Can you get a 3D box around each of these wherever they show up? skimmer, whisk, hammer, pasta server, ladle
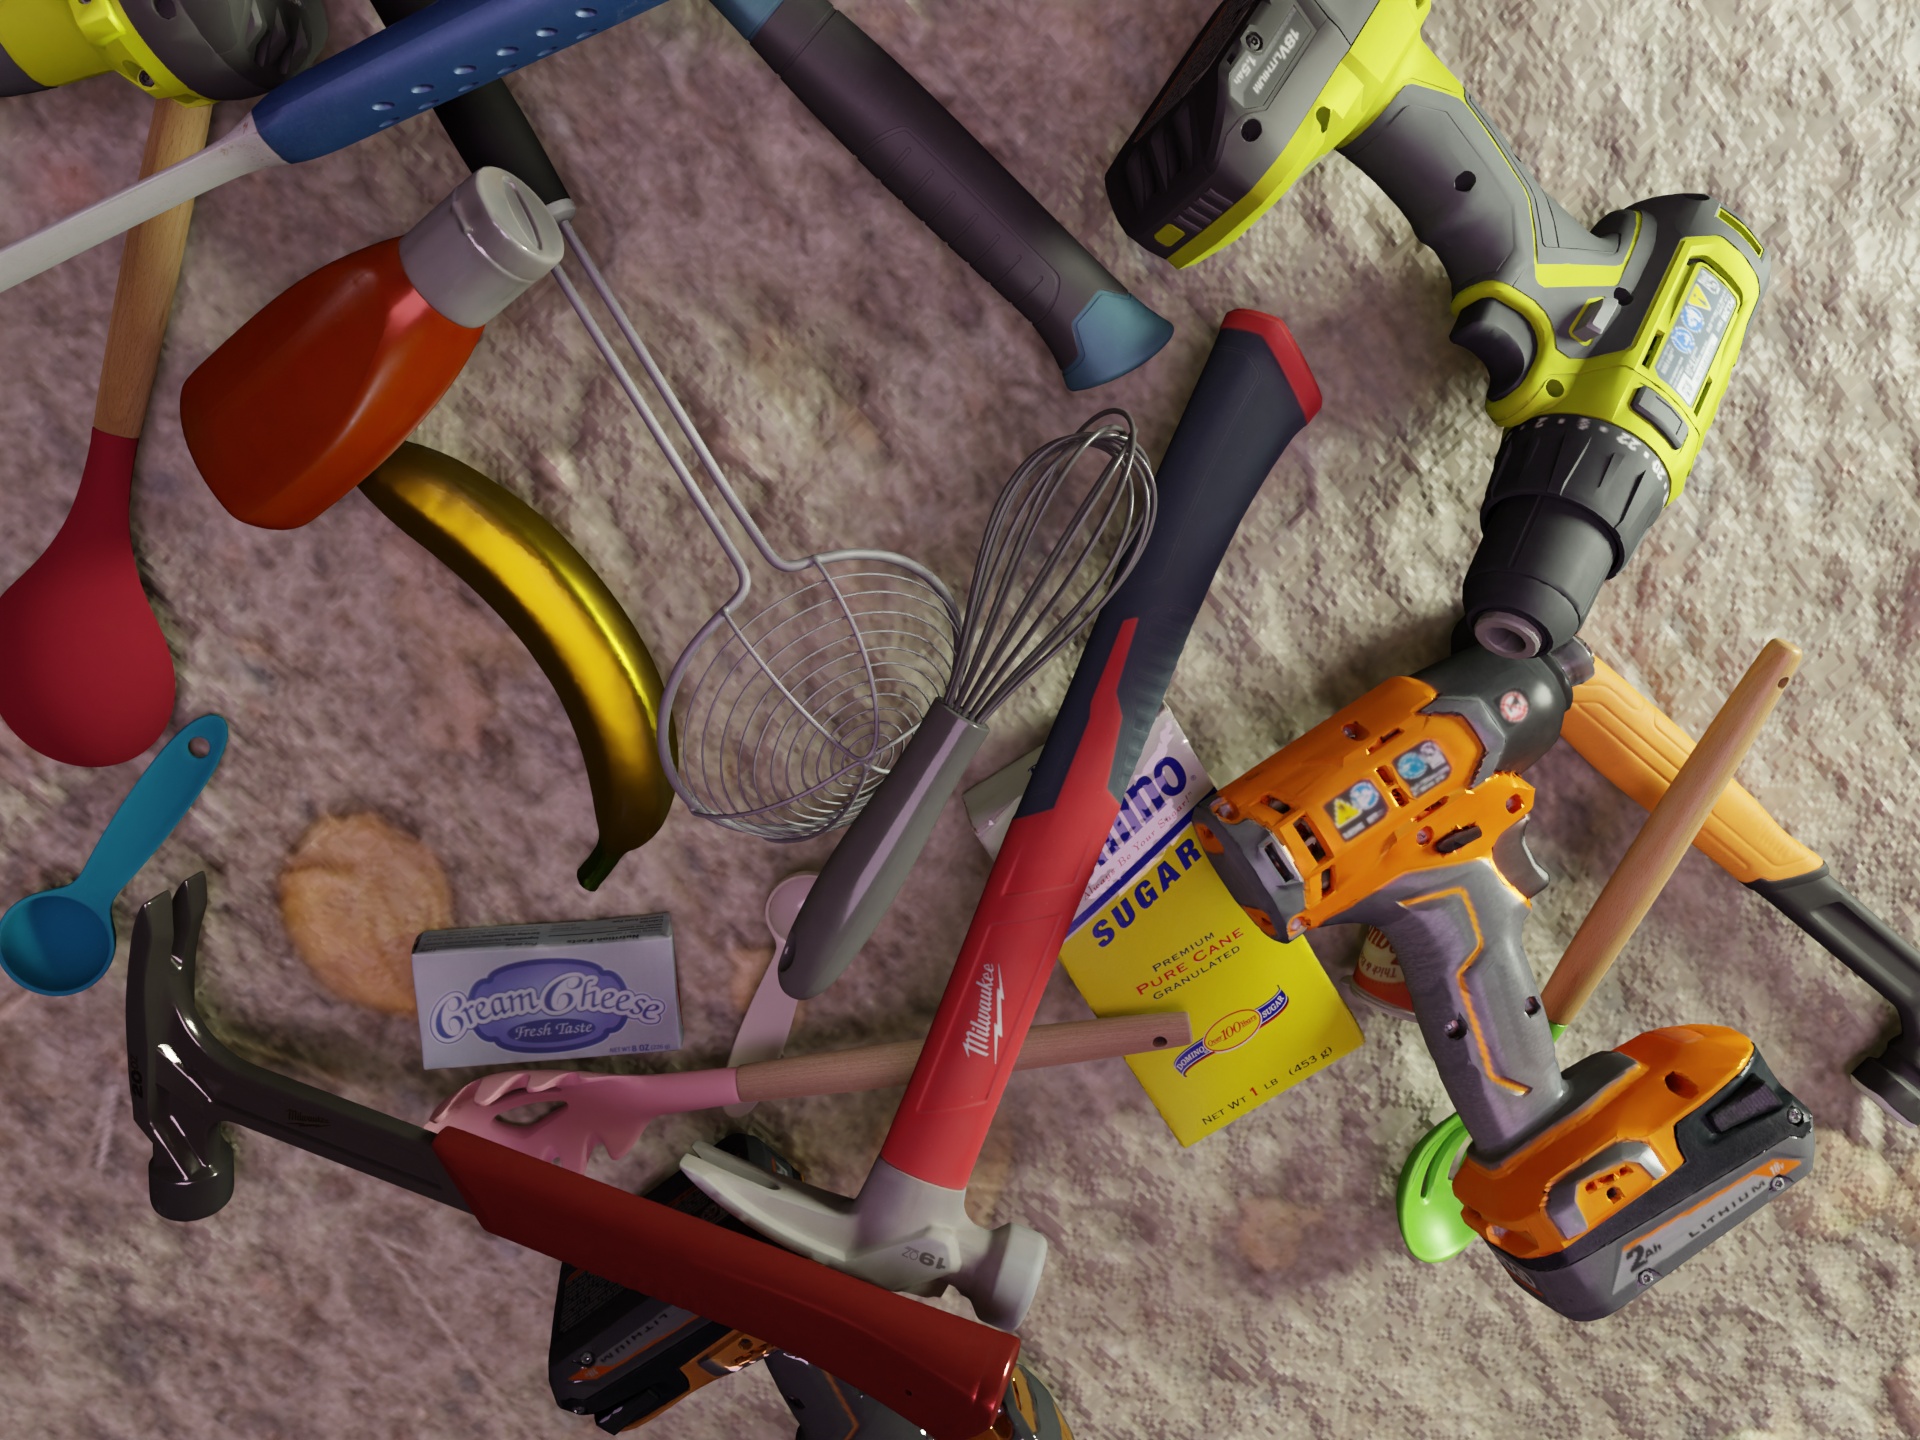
[{"bbox_3d":[-0.118,-0.119,0.579,0.127,0.090,0.363,-32,98,-10],"label":"skimmer"},{"bbox_3d":[-0.002,-0.002,0.559,0.055,0.055,0.239,29,99,-15],"label":"whisk"},{"bbox_3d":[-0.218,-0.172,0.478,0.405,0.144,0.035,-25,93,2],"label":"hammer"},{"bbox_3d":[-0.063,0.149,0.644,0.316,0.040,0.060,-8,120,5],"label":"pasta server"},{"bbox_3d":[0.345,0.046,0.685,0.336,0.034,0.127,35,101,-16],"label":"hammer"},{"bbox_3d":[0.026,0.027,0.596,0.143,0.038,0.386,22,94,2],"label":"hammer"},{"bbox_3d":[-0.150,0.175,0.591,0.359,0.037,0.149,17,114,11],"label":"hammer"},{"bbox_3d":[-0.054,-0.232,0.545,0.330,0.033,0.128,40,90,-19],"label":"hammer"},{"bbox_3d":[-0.290,-0.126,0.559,0.069,0.031,0.315,16,103,-10],"label":"ladle"}]

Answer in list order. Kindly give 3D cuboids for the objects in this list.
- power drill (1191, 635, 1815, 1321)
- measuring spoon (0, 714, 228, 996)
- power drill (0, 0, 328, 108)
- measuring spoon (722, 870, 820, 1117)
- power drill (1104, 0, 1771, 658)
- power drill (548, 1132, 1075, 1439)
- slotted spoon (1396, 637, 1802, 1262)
[{"bbox_3d":[0.214,0.085,0.599,0.164,0.084,0.226,-33,89,-4],"label":"power drill"},{"bbox_3d":[-0.322,0.049,0.617,0.042,0.021,0.128,36,91,-15],"label":"measuring spoon"},{"bbox_3d":[-0.329,-0.241,0.485,0.223,0.080,0.171,-15,101,5],"label":"power drill"},{"bbox_3d":[-0.078,0.114,0.667,0.034,0.018,0.124,17,111,-12],"label":"measuring spoon"},{"bbox_3d":[0.167,-0.150,0.548,0.228,0.080,0.191,37,69,-14],"label":"power drill"},{"bbox_3d":[-0.081,0.309,0.693,0.185,0.084,0.226,-37,112,7],"label":"power drill"},{"bbox_3d":[0.265,0.104,0.674,0.070,0.031,0.313,8,116,-33],"label":"slotted spoon"}]
